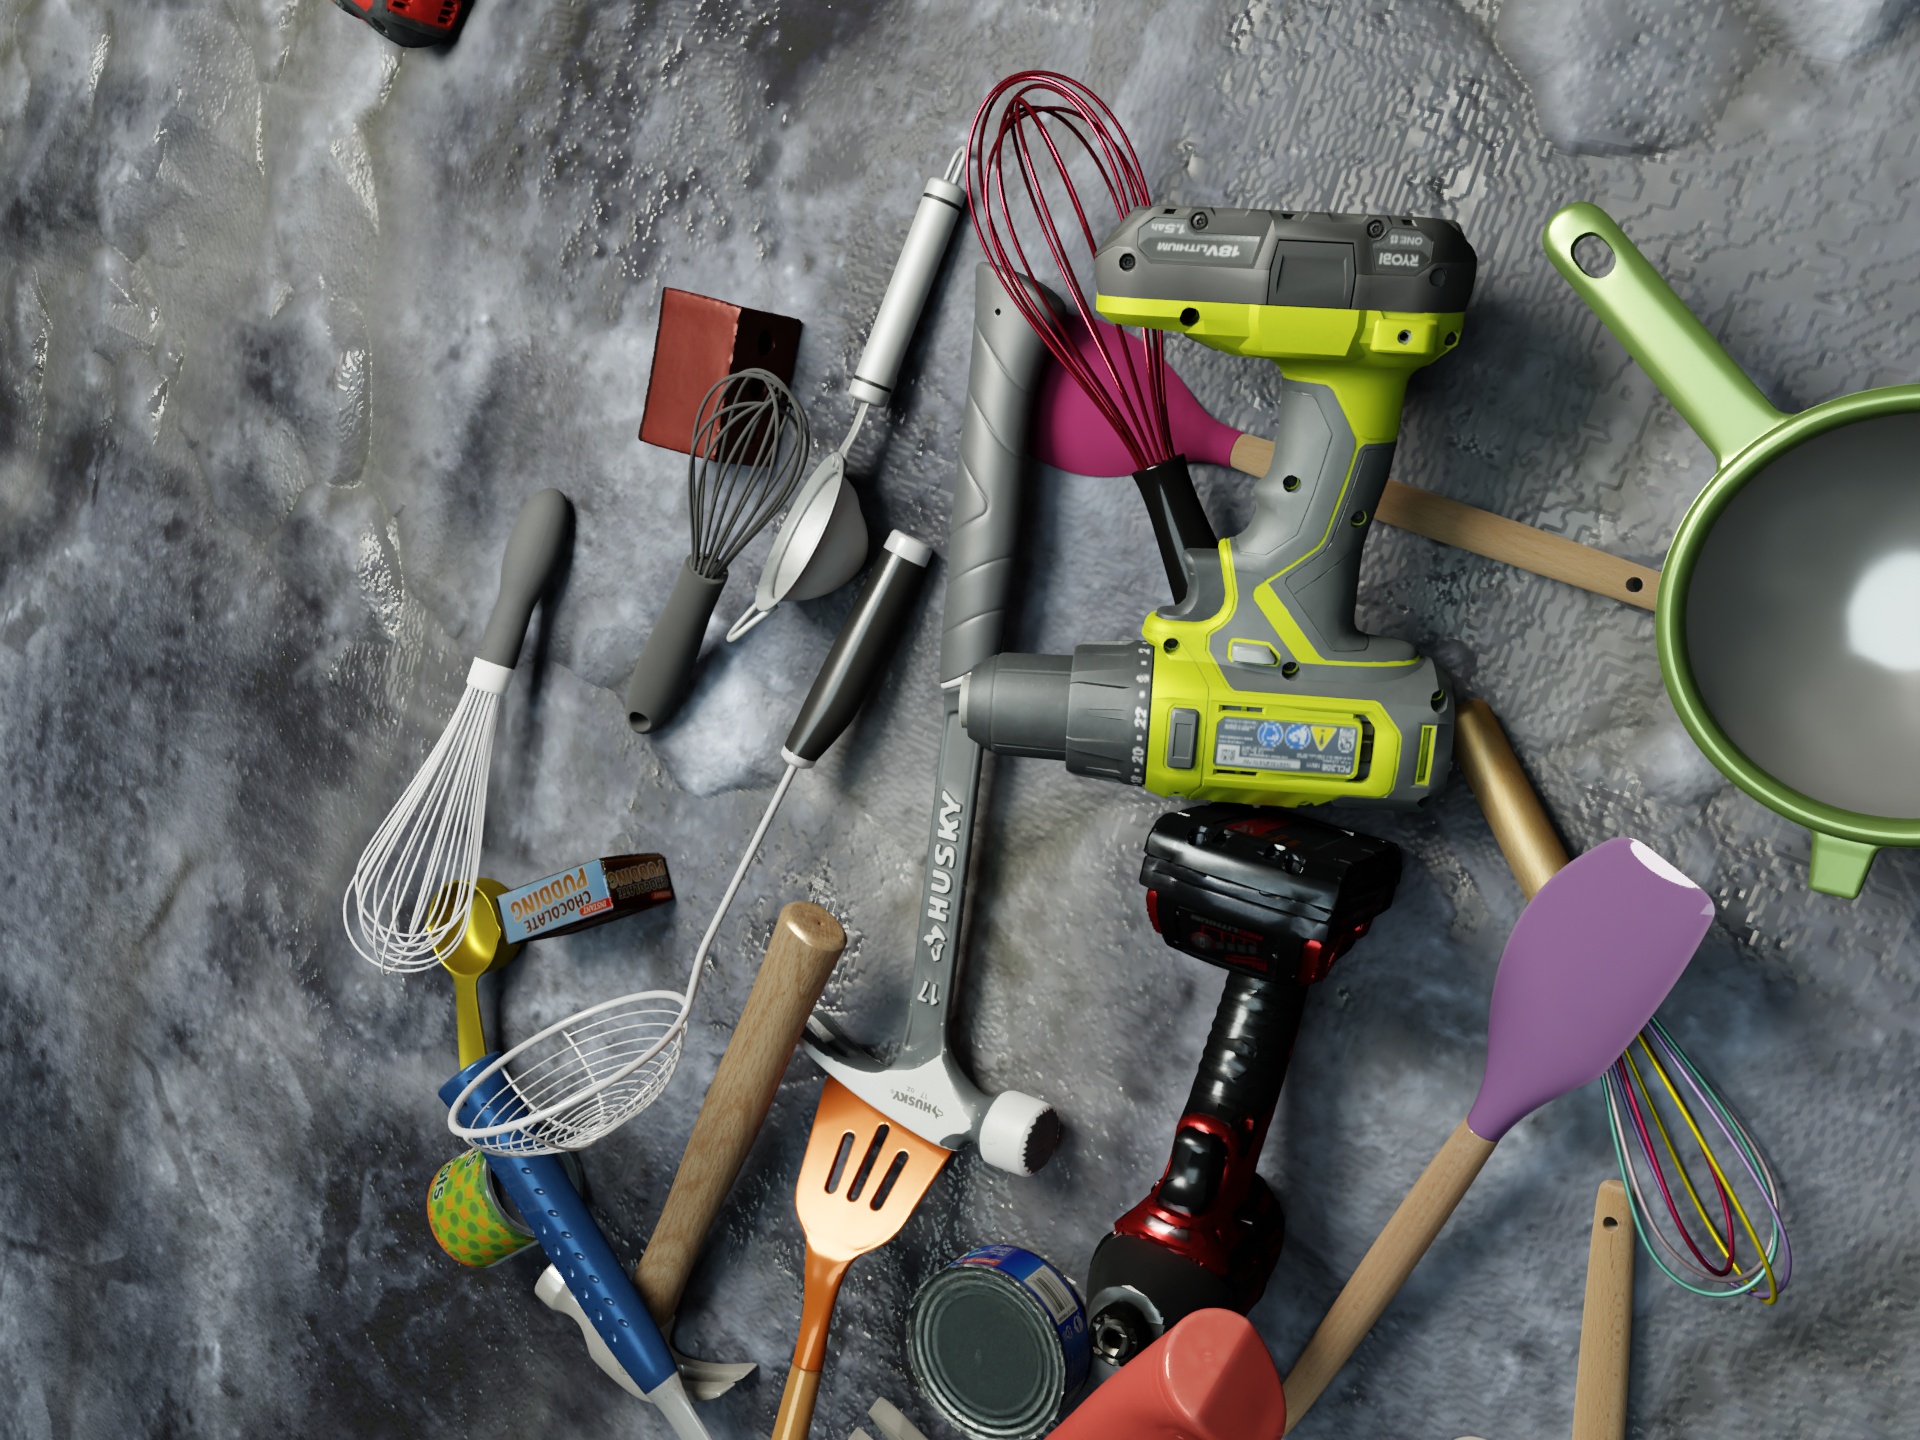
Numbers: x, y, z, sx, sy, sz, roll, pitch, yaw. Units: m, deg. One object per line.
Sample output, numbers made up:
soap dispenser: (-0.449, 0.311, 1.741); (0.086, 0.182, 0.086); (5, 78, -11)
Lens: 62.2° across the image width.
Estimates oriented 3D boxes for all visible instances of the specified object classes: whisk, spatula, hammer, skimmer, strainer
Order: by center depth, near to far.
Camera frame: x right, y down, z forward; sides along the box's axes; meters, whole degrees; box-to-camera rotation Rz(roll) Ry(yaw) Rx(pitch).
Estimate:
strainer: (0.293, -0.078, 0.551); (0.151, 0.069, 0.256); (-42, 72, 28)
whisk: (0.245, 0.105, 0.611); (0.051, 0.047, 0.245); (-32, 73, 30)
spatula: (0.245, 0.339, 0.622); (0.082, 0.044, 0.317); (5, 95, 34)
hammer: (0.039, 0.289, 0.625); (0.149, 0.037, 0.358); (35, 146, 13)
spatula: (0.193, 0.179, 0.632); (0.060, 0.018, 0.315); (45, 124, 39)
whisk: (0.075, -0.125, 0.664); (0.073, 0.073, 0.296); (-17, 99, 30)
hammer: (-0.001, -0.002, 0.740); (0.149, 0.036, 0.409); (13, 101, 33)
strainer: (-0.044, -0.149, 0.762); (0.258, 0.050, 0.087); (-68, 20, 10)
spatula: (-0.075, 0.333, 0.765); (0.081, 0.041, 0.322); (12, 85, 24)
skimmer: (-0.133, 0.058, 0.782); (0.090, 0.127, 0.363); (27, 98, -9)
whisk: (-0.129, -0.075, 0.787); (0.055, 0.055, 0.238); (47, 132, 19)
hammer: (-0.126, 0.229, 0.817); (0.130, 0.031, 0.331); (36, 119, 20)
hammer: (-0.153, 0.355, 0.824); (0.144, 0.035, 0.406); (-42, 78, 33)
whisk: (-0.270, 0.006, 0.879); (0.070, 0.070, 0.284); (19, 90, 28)

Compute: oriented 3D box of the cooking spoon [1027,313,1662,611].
cooking spoon: (0.139, -0.106, 0.669); (0.319, 0.017, 0.068); (25, 106, 28)

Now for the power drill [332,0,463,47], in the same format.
power drill: (-0.318, -0.515, 0.881); (0.188, 0.080, 0.226); (43, 116, 21)

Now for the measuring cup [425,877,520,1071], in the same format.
measuring cup: (-0.277, 0.168, 0.929); (0.062, 0.029, 0.156); (0, 96, 30)

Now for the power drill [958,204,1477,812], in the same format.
power drill: (0.098, -0.077, 0.611); (0.190, 0.080, 0.228); (5, 108, 6)

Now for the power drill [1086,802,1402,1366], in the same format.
power drill: (0.104, 0.149, 0.637); (0.079, 0.143, 0.219); (16, 99, 26)

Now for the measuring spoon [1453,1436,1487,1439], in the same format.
measuring spoon: (0.182, 0.341, 0.674); (0.124, 0.018, 0.034); (-41, 73, 27)
